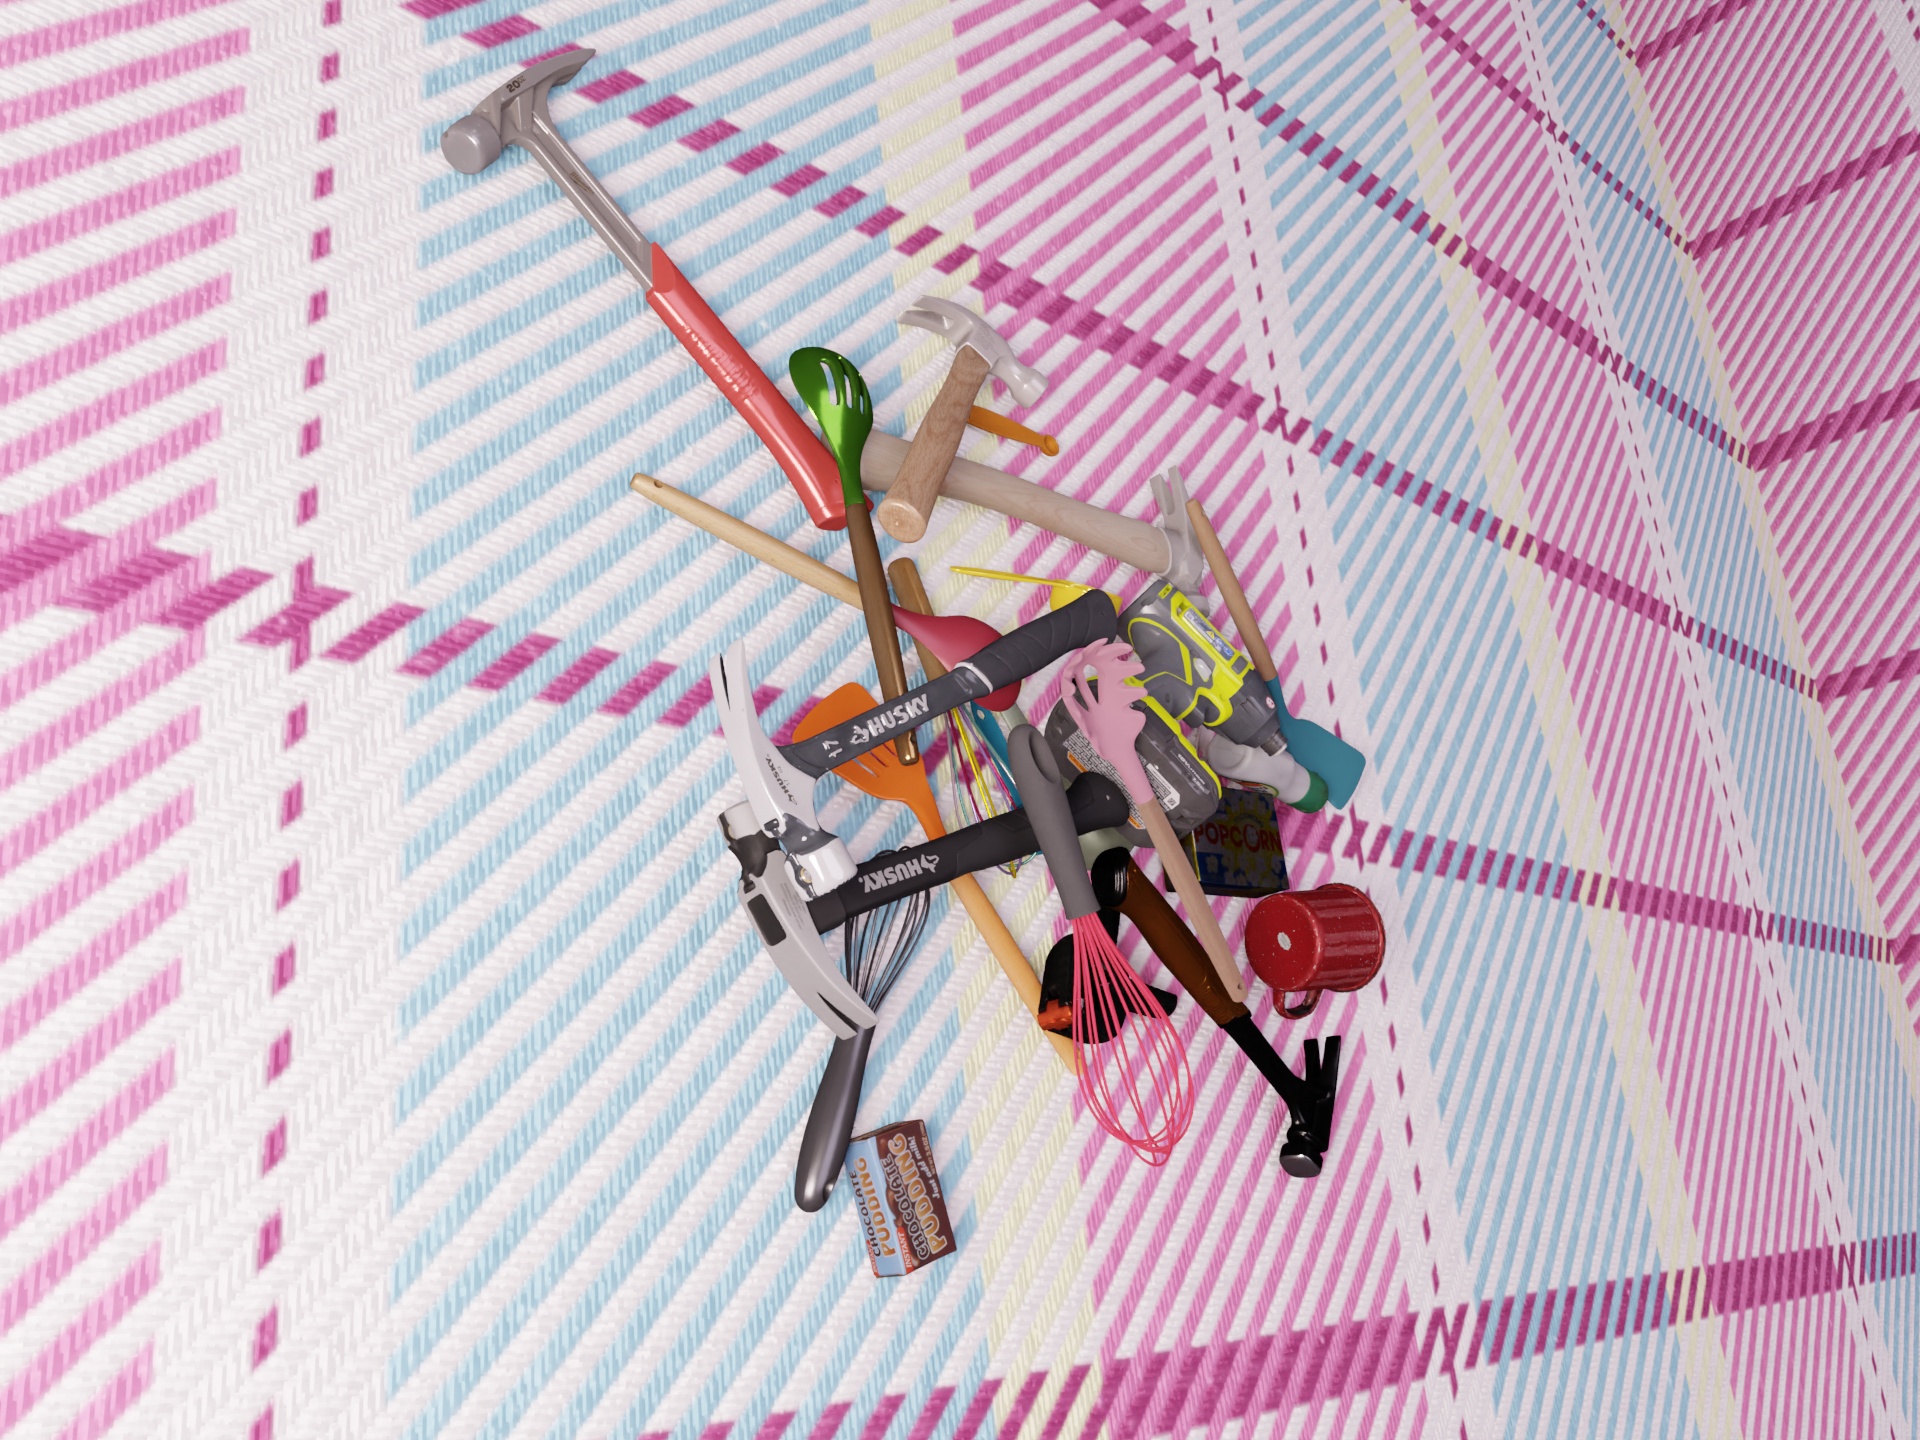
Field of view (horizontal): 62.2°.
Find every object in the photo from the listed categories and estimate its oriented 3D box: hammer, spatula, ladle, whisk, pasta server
[{"bbox_3d":[-0.012,-0.223,1.172,0.130,0.031,0.331,39,33,-15],"label":"hammer"},{"bbox_3d":[0.200,0.207,1.217,0.336,0.034,0.127,50,42,-29],"label":"hammer"},{"bbox_3d":[-0.001,0.118,1.095,0.322,0.041,0.081,59,42,-15],"label":"spatula"},{"bbox_3d":[0.279,-0.063,1.429,0.082,0.044,0.317,-50,120,-42],"label":"spatula"},{"bbox_3d":[0.055,-0.182,1.277,0.410,0.038,0.146,11,63,-43],"label":"hammer"},{"bbox_3d":[-0.079,-0.090,1.073,0.315,0.031,0.069,26,49,-24],"label":"ladle"},{"bbox_3d":[0.002,0.090,1.018,0.334,0.035,0.146,-14,75,-47],"label":"hammer"},{"bbox_3d":[-0.006,-0.025,1.033,0.409,0.036,0.149,-29,90,-52],"label":"hammer"},{"bbox_3d":[-0.180,-0.278,1.075,0.358,0.037,0.149,50,44,-18],"label":"hammer"},{"bbox_3d":[-0.063,0.185,0.982,0.055,0.055,0.239,35,54,-31],"label":"whisk"},{"bbox_3d":[-0.001,-0.004,1.128,0.047,0.051,0.245,1,66,-64],"label":"whisk"},{"bbox_3d":[0.145,0.078,1.124,0.060,0.040,0.316,-36,113,-20],"label":"pasta server"},{"bbox_3d":[0.085,0.143,1.021,0.073,0.073,0.296,-16,86,-48],"label":"whisk"}]

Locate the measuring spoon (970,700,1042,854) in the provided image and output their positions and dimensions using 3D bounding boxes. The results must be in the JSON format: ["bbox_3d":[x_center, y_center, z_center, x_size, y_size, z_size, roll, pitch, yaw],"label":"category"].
[{"bbox_3d":[0.030,0.042,1.169,0.042,0.021,0.129,-9,70,-47],"label":"measuring spoon"}]

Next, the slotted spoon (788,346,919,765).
[{"bbox_3d":[-0.063,-0.119,1.065,0.070,0.031,0.314,6,65,-46],"label":"slotted spoon"}]

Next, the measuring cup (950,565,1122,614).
[{"bbox_3d":[0.057,-0.097,1.242,0.156,0.062,0.029,6,104,-31],"label":"measuring cup"}]

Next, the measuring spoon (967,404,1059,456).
[{"bbox_3d":[0.036,-0.238,1.304,0.116,0.011,0.021,13,62,-39],"label":"measuring spoon"}]

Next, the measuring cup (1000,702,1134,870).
[{"bbox_3d":[0.080,0.037,1.200,0.167,0.038,0.083,57,42,-14],"label":"measuring cup"}]

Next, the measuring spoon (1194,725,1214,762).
[{"bbox_3d":[0.211,-0.013,1.383,0.034,0.018,0.124,36,56,-38],"label":"measuring spoon"}]

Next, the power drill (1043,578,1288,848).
[{"bbox_3d":[0.168,-0.003,1.233,0.171,0.080,0.223,46,37,0],"label":"power drill"}]
